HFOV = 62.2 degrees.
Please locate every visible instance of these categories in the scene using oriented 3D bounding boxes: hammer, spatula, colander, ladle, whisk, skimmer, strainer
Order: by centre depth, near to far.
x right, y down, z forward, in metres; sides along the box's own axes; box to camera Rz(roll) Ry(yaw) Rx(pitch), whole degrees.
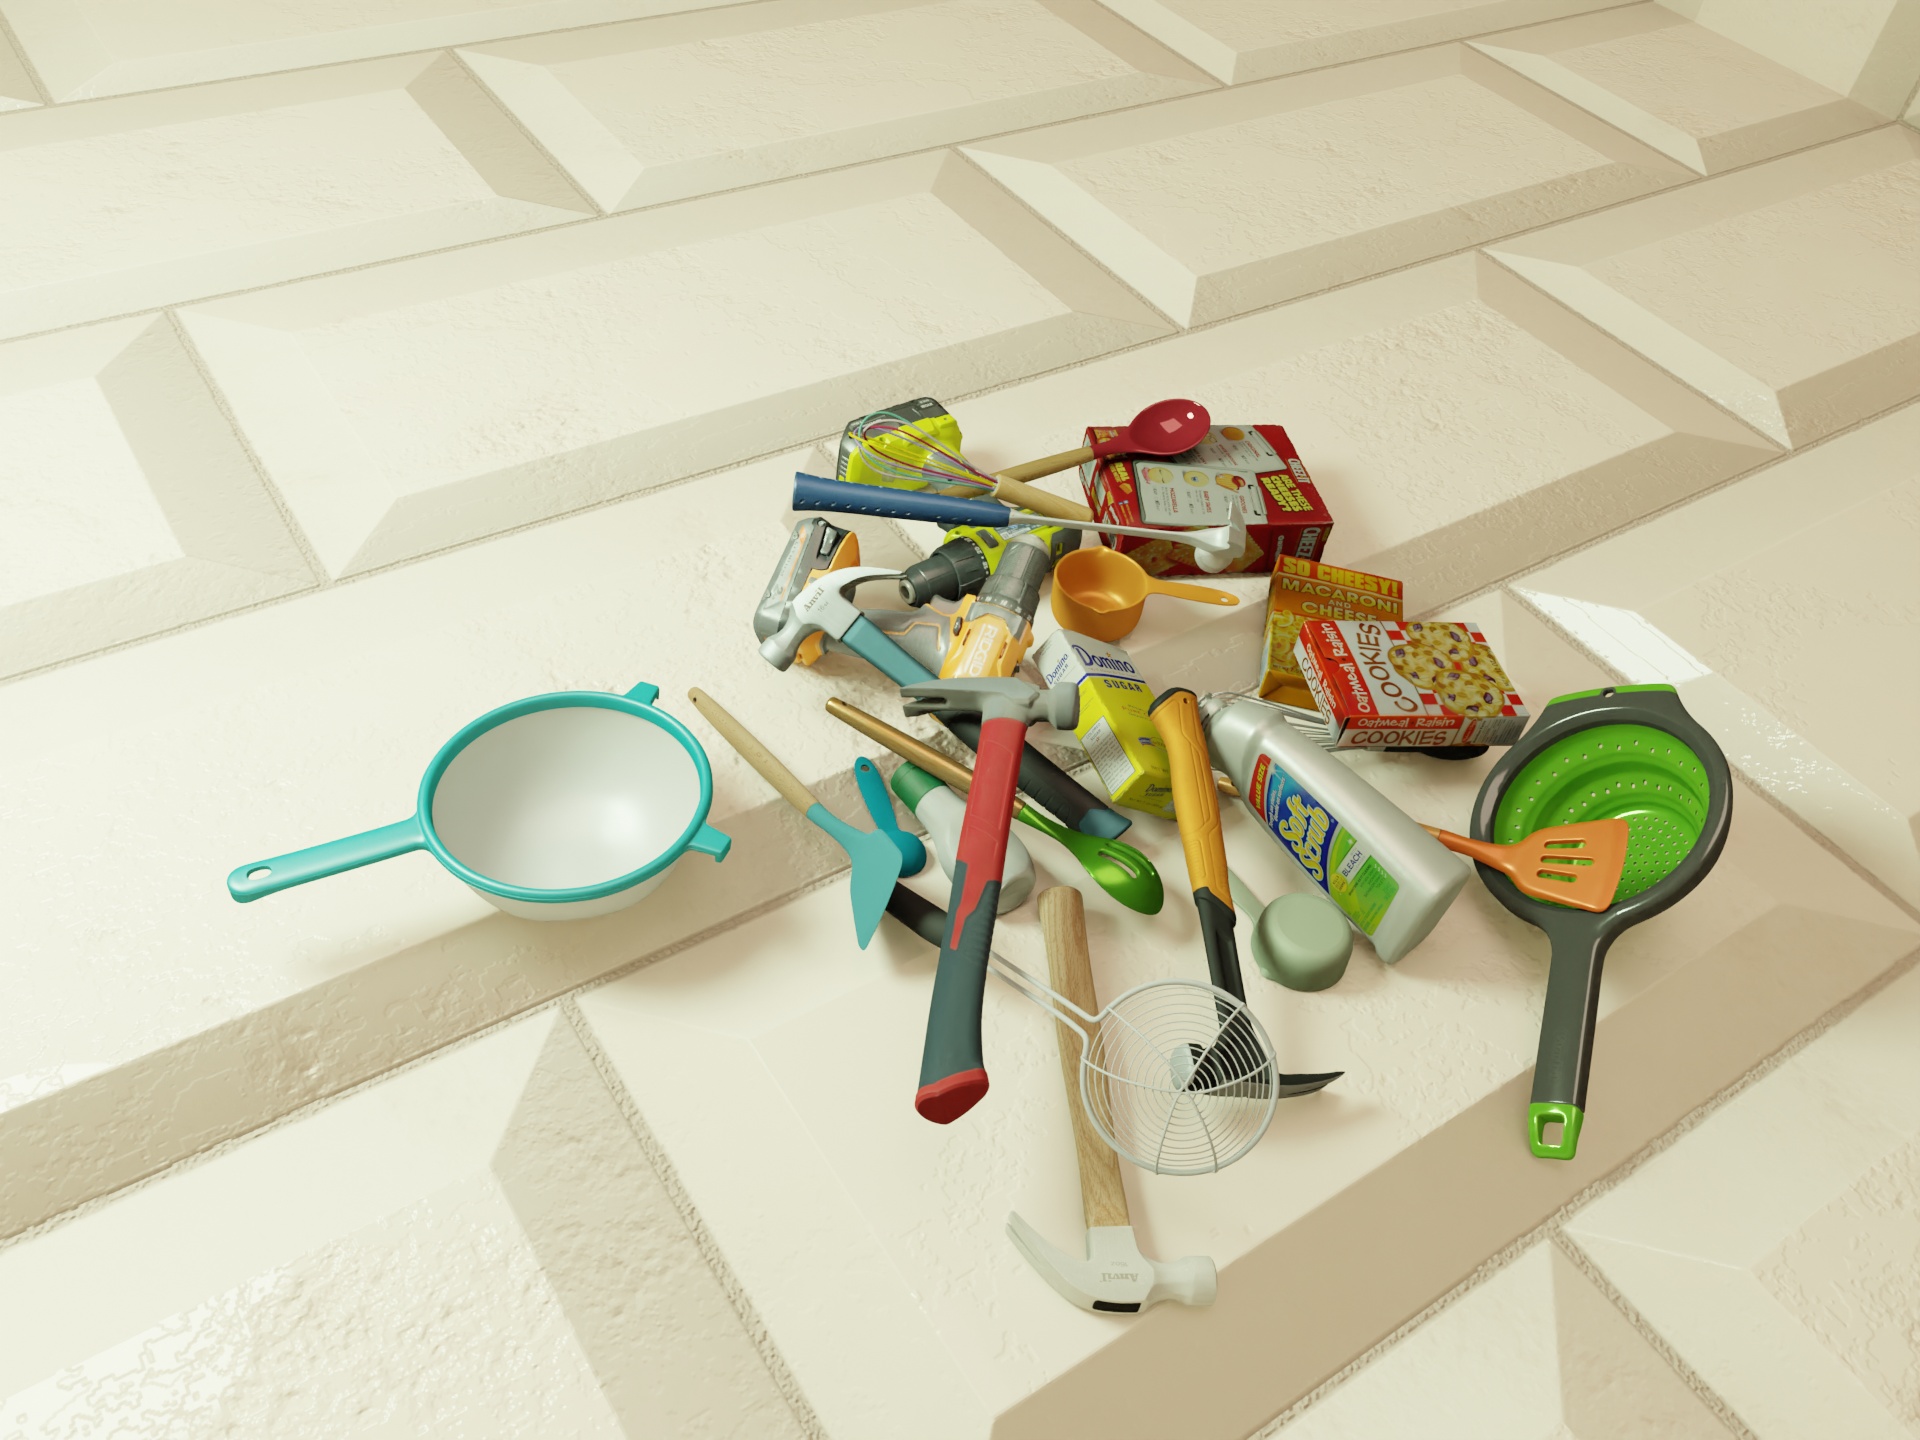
[{"bbox_3d":[0.086,0.253,1.121,0.130,0.031,0.332,1,45,-8],"label":"hammer"},{"bbox_3d":[0.059,0.190,1.124,0.090,0.127,0.364,26,1,-45],"label":"skimmer"},{"bbox_3d":[-0.003,0.110,1.132,0.143,0.038,0.387,1,44,11],"label":"hammer"},{"bbox_3d":[-0.348,0.097,1.167,0.340,0.095,0.211,-16,47,-20],"label":"strainer"},{"bbox_3d":[0.196,0.121,1.202,0.127,0.034,0.337,8,55,-21],"label":"hammer"},{"bbox_3d":[0.498,0.161,1.232,0.204,0.094,0.397,-9,51,43],"label":"colander"},{"bbox_3d":[-0.138,0.056,1.256,0.044,0.082,0.318,1,30,-46],"label":"spatula"},{"bbox_3d":[0.360,0.084,1.277,0.323,0.041,0.081,14,65,24],"label":"spatula"},{"bbox_3d":[-0.002,-0.004,1.300,0.331,0.033,0.128,39,92,7],"label":"hammer"},{"bbox_3d":[0.329,0.013,1.379,0.284,0.070,0.070,3,45,-12],"label":"whisk"},{"bbox_3d":[0.054,-0.181,1.410,0.405,0.144,0.035,6,84,-2],"label":"hammer"},{"bbox_3d":[0.012,-0.224,1.449,0.244,0.047,0.051,17,75,-21],"label":"whisk"},{"bbox_3d":[0.103,-0.248,1.518,0.315,0.031,0.069,-20,56,-22],"label":"ladle"}]

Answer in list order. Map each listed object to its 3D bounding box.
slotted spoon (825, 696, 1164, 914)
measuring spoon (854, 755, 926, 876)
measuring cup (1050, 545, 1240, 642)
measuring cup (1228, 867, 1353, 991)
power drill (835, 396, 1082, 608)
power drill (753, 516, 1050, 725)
[{"bbox_3d":[0.026,0.060,1.254,0.314,0.031,0.070,29,27,13],"label":"slotted spoon"},{"bbox_3d":[-0.061,0.071,1.283,0.042,0.021,0.129,-10,49,-18],"label":"measuring spoon"},{"bbox_3d":[0.168,-0.107,1.474,0.173,0.052,0.095,8,45,-3],"label":"measuring cup"},{"bbox_3d":[0.238,0.139,1.249,0.083,0.038,0.168,-27,57,-30],"label":"measuring cup"},{"bbox_3d":[-0.021,-0.202,1.522,0.190,0.080,0.229,-24,56,-29],"label":"power drill"},{"bbox_3d":[-0.043,-0.104,1.381,0.226,0.084,0.185,20,74,10],"label":"power drill"}]
